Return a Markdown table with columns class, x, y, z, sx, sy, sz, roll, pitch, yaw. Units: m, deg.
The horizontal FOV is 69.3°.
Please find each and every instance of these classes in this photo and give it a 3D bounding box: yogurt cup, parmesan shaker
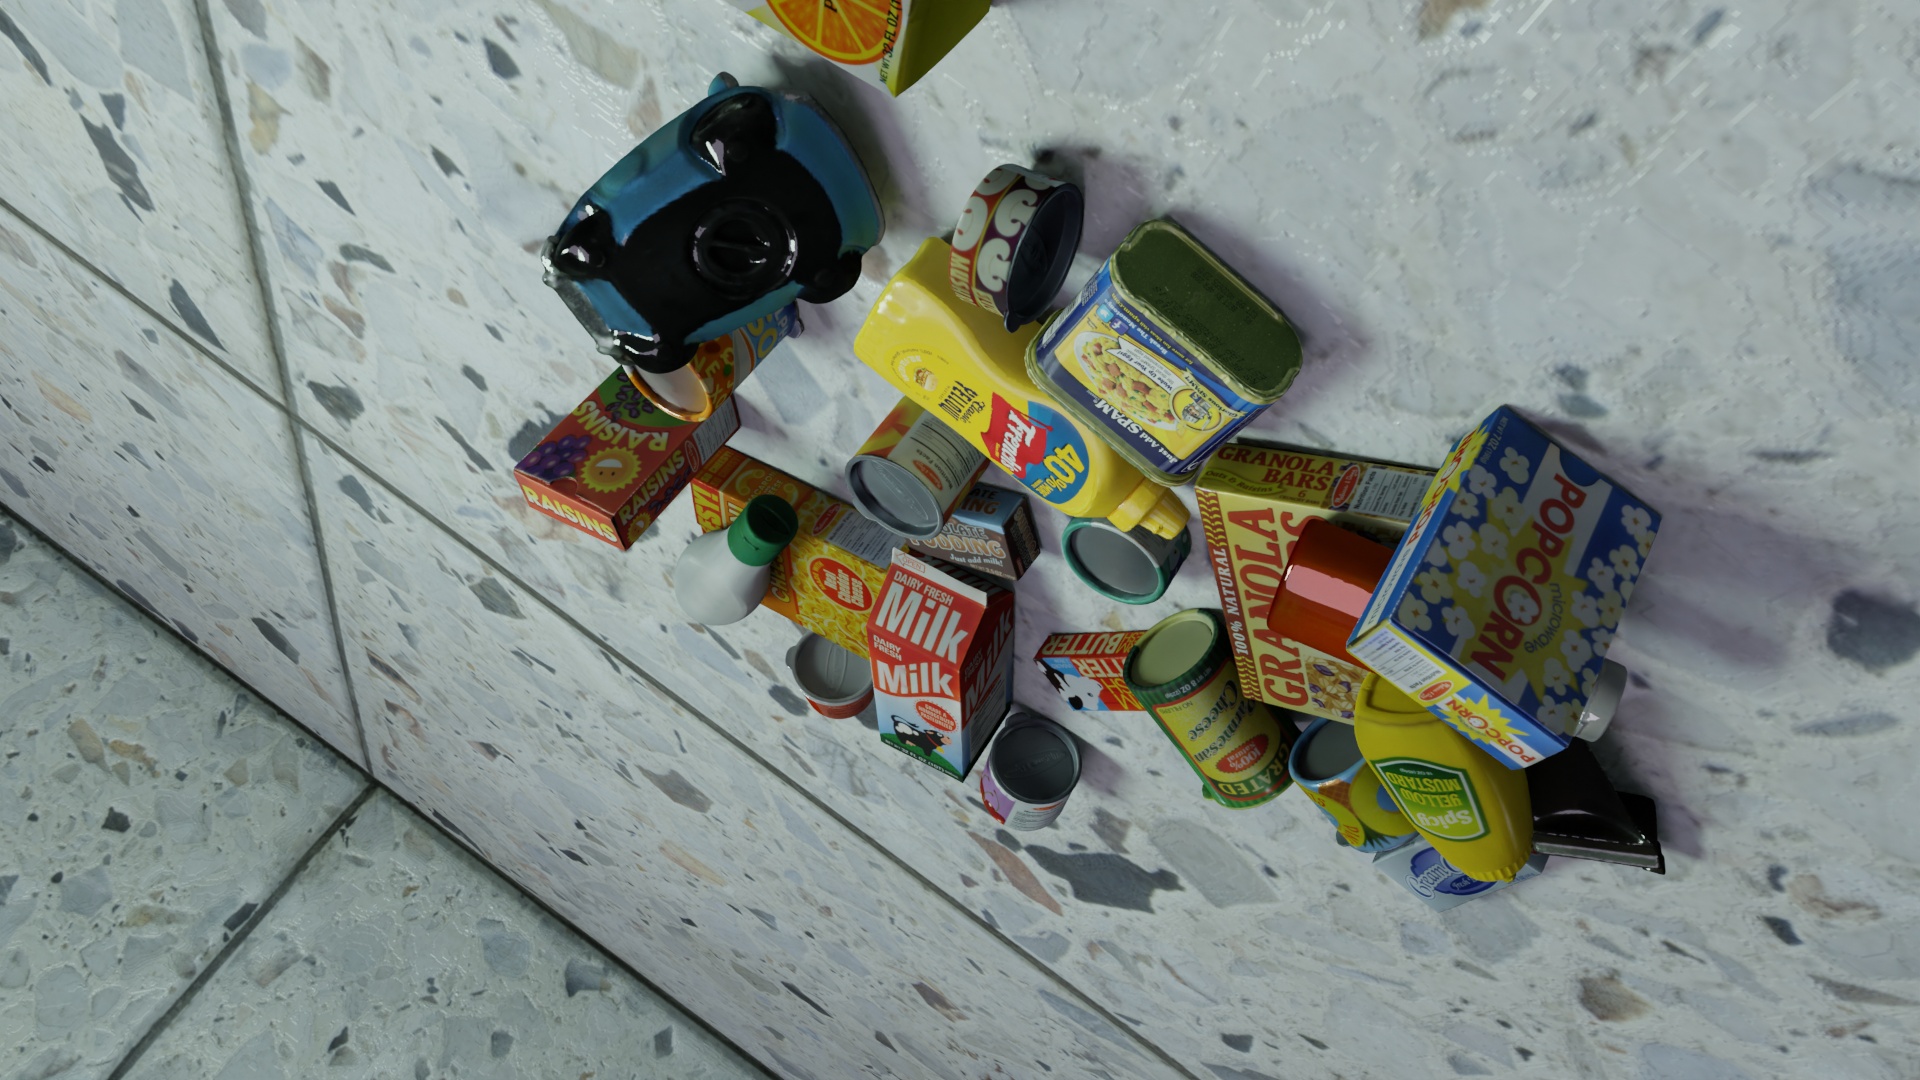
| class | x | y | z | sx | sy | sz | roll | pitch | yaw |
| --- | --- | --- | --- | --- | --- | --- | --- | --- | --- |
| yogurt cup | -0.093 | 0.102 | 1.060 | 0.072 | 0.073 | 0.053 | 28 | 156 | 13 |
| parmesan shaker | 0.146 | 0.100 | 0.810 | 0.071 | 0.071 | 0.103 | -9 | 127 | 50 |

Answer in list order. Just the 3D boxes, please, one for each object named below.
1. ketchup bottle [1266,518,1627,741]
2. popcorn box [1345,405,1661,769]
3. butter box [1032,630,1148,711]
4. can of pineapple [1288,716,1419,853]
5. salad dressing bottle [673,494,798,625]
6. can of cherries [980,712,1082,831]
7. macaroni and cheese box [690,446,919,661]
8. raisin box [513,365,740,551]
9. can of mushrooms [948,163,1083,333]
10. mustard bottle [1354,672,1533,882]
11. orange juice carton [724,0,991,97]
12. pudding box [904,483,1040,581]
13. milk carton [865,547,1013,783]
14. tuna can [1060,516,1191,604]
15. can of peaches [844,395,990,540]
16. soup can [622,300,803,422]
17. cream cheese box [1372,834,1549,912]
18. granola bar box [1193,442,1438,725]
| class | x | y | z | sx | sy | sz | roll | pitch | yaw |
| --- | --- | --- | --- | --- | --- | --- | --- | --- | --- |
| ketchup bottle | 0.214 | 0.043 | 0.618 | 0.149 | 0.044 | 0.064 | 24 | 146 | 15 |
| popcorn box | 0.224 | 0.018 | 0.570 | 0.085 | 0.127 | 0.038 | 36 | 152 | 2 |
| butter box | 0.099 | 0.084 | 0.881 | 0.103 | 0.024 | 0.053 | -8 | 128 | 50 |
| can of pineapple | 0.225 | 0.132 | 0.776 | 0.058 | 0.071 | 0.071 | 48 | 147 | -16 |
| salad dressing bottle | -0.151 | 0.013 | 0.938 | 0.064 | 0.044 | 0.147 | 43 | 146 | -6 |
| can of cherries | 0.050 | 0.168 | 1.006 | 0.071 | 0.072 | 0.058 | 30 | 149 | 11 |
| macaroni and cheese box | -0.108 | 0.014 | 0.977 | 0.166 | 0.040 | 0.123 | 25 | 146 | 18 |
| raisin box | -0.215 | -0.060 | 0.904 | 0.086 | 0.124 | 0.039 | 23 | 147 | 21 |
| can of mushrooms | 0.024 | -0.131 | 0.623 | 0.033 | 0.071 | 0.070 | 26 | 147 | 20 |
| mustard bottle | 0.250 | 0.125 | 0.689 | 0.065 | 0.049 | 0.159 | -3 | 133 | 45 |
| orange juice carton | -0.080 | -0.264 | 0.547 | 0.193 | 0.073 | 0.071 | 32 | 149 | 8 |
| pudding box | 0.003 | -0.011 | 0.845 | 0.084 | 0.030 | 0.049 | 16 | 142 | 30 |
| milk carton | -0.012 | 0.076 | 0.933 | 0.072 | 0.074 | 0.189 | 25 | 147 | 18 |
| tuna can | 0.091 | 0.004 | 0.774 | 0.071 | 0.033 | 0.070 | 25 | 147 | 18 |
| can of peaches | -0.025 | -0.043 | 0.802 | 0.071 | 0.058 | 0.071 | 25 | 148 | 17 |
| soup can | -0.141 | -0.117 | 0.794 | 0.071 | 0.084 | 0.071 | 25 | 147 | 18 |
| cream cheese box | 0.295 | 0.186 | 0.823 | 0.053 | 0.024 | 0.103 | 36 | 149 | 3 |
| granola bar box | 0.194 | 0.029 | 0.698 | 0.124 | 0.039 | 0.164 | 12 | 141 | 32 |
